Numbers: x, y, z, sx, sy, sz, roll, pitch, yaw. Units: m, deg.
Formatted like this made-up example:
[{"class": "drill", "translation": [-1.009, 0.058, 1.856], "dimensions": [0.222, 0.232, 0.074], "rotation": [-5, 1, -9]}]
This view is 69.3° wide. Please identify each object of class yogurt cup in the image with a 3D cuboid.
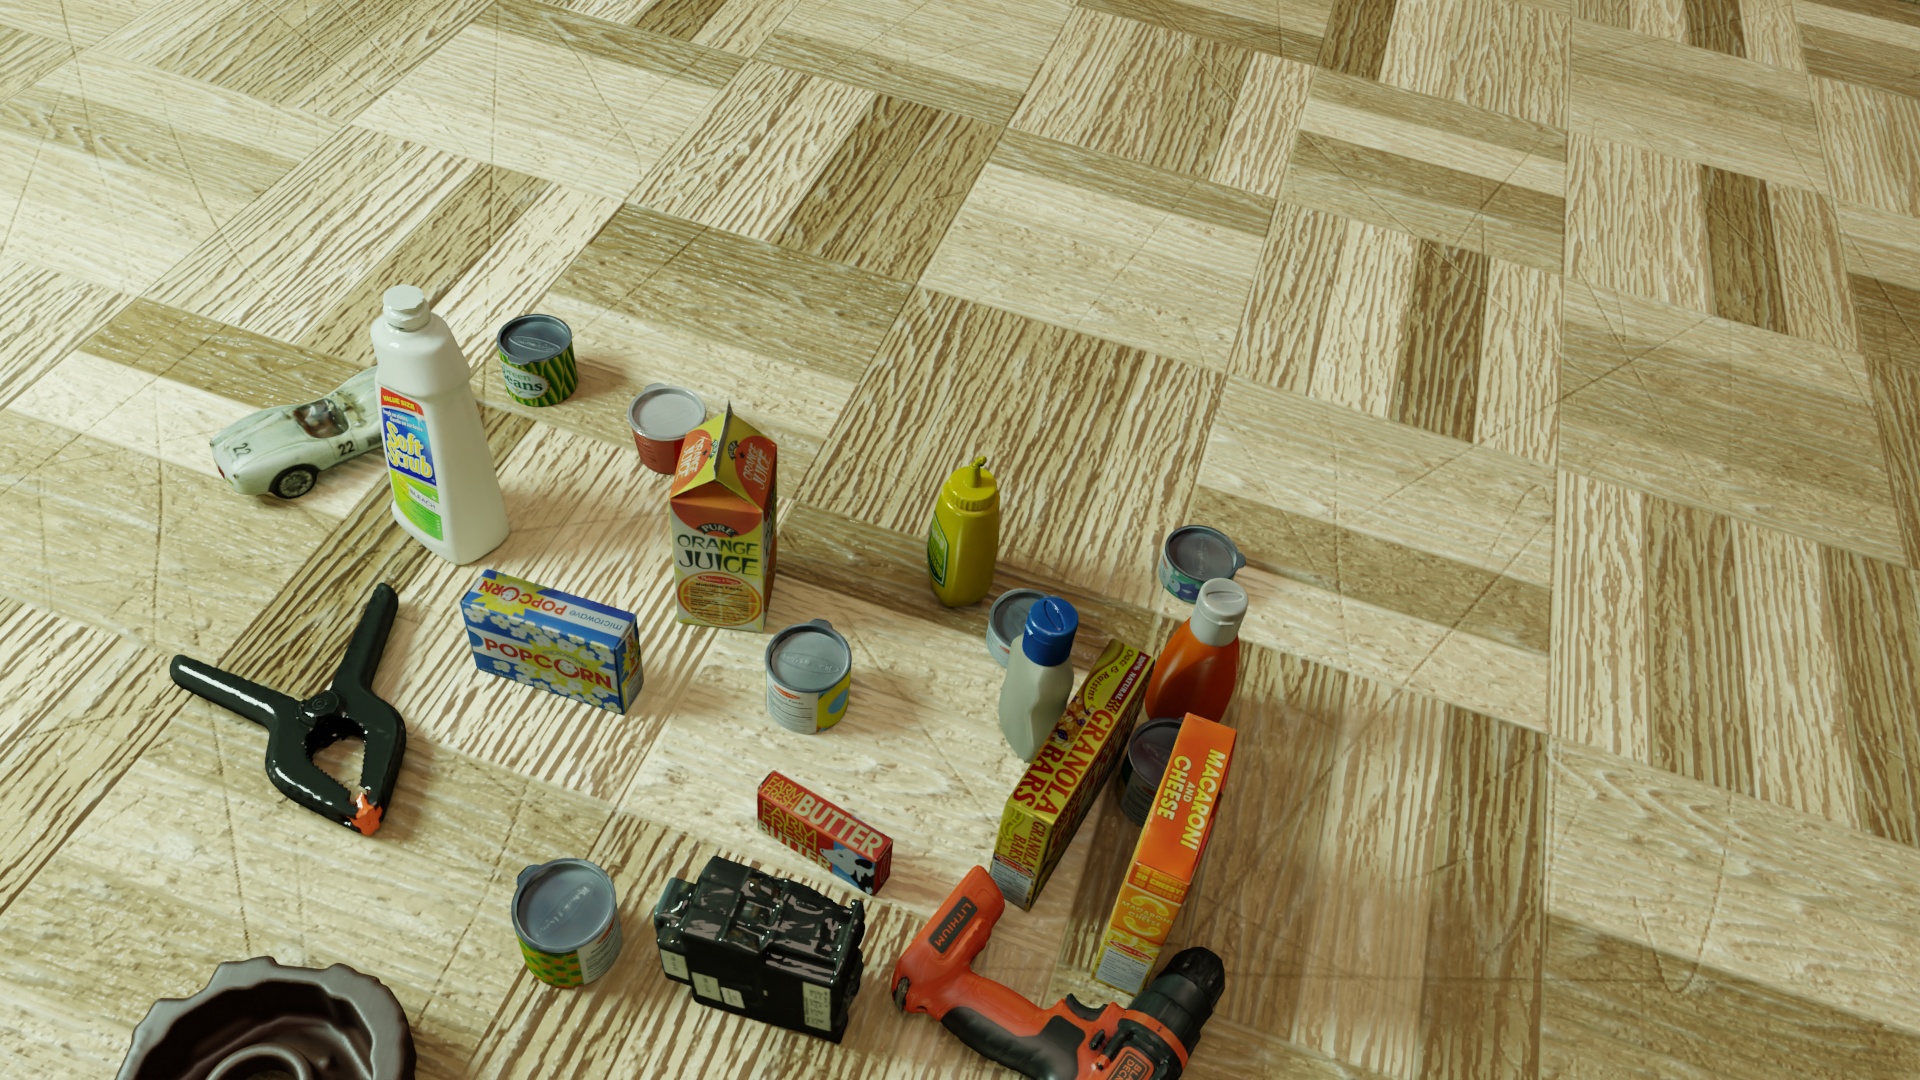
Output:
[{"class": "yogurt cup", "translation": [-0.259, -0.096, 1.234], "dimensions": [0.072, 0.053, 0.073], "rotation": [4, 48, -4]}]

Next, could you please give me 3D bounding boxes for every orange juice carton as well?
[{"class": "orange juice carton", "translation": [-0.183, -0.017, 1.081], "dimensions": [0.073, 0.191, 0.072], "rotation": [7, 48, -2]}]

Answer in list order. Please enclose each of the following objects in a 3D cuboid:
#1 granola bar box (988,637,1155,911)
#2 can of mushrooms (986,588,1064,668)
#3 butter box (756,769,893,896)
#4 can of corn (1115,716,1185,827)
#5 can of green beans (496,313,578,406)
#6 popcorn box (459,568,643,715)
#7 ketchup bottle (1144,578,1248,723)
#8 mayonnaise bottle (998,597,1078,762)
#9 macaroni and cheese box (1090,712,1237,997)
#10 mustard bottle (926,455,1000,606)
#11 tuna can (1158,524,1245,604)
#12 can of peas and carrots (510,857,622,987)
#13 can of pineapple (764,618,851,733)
[{"class": "granola bar box", "translation": [0.080, 0.168, 0.998], "dimensions": [0.039, 0.123, 0.166], "rotation": [26, 50, 15]}, {"class": "can of mushrooms", "translation": [0.057, 0.074, 1.139], "dimensions": [0.071, 0.033, 0.071], "rotation": [4, 48, -4]}, {"class": "butter box", "translation": [-0.097, 0.208, 0.985], "dimensions": [0.103, 0.052, 0.024], "rotation": [27, 51, 16]}, {"class": "can of corn", "translation": [0.155, 0.175, 1.046], "dimensions": [0.071, 0.058, 0.071], "rotation": [4, 48, -4]}, {"class": "can of green beans", "translation": [-0.388, -0.165, 1.275], "dimensions": [0.071, 0.057, 0.071], "rotation": [4, 48, -4]}, {"class": "popcorn box", "translation": [-0.306, 0.077, 1.051], "dimensions": [0.127, 0.084, 0.038], "rotation": [16, 48, 7]}, {"class": "ketchup bottle", "translation": [0.186, 0.090, 1.066], "dimensions": [0.065, 0.148, 0.044], "rotation": [0, 49, -7]}, {"class": "mayonnaise bottle", "translation": [0.059, 0.102, 1.038], "dimensions": [0.041, 0.147, 0.065], "rotation": [-13, 51, -18]}, {"class": "macaroni and cheese box", "translation": [0.137, 0.214, 0.936], "dimensions": [0.040, 0.165, 0.124], "rotation": [20, 49, 10]}, {"class": "mustard bottle", "translation": [0.004, -0.014, 1.126], "dimensions": [0.049, 0.159, 0.065], "rotation": [-11, 51, -17]}, {"class": "tuna can", "translation": [0.209, 0.021, 1.208], "dimensions": [0.071, 0.032, 0.071], "rotation": [4, 48, -4]}, {"class": "can of peas and carrots", "translation": [-0.261, 0.252, 0.919], "dimensions": [0.071, 0.058, 0.071], "rotation": [4, 48, -4]}, {"class": "can of pineapple", "translation": [-0.117, 0.105, 1.071], "dimensions": [0.071, 0.057, 0.071], "rotation": [4, 48, -4]}]
